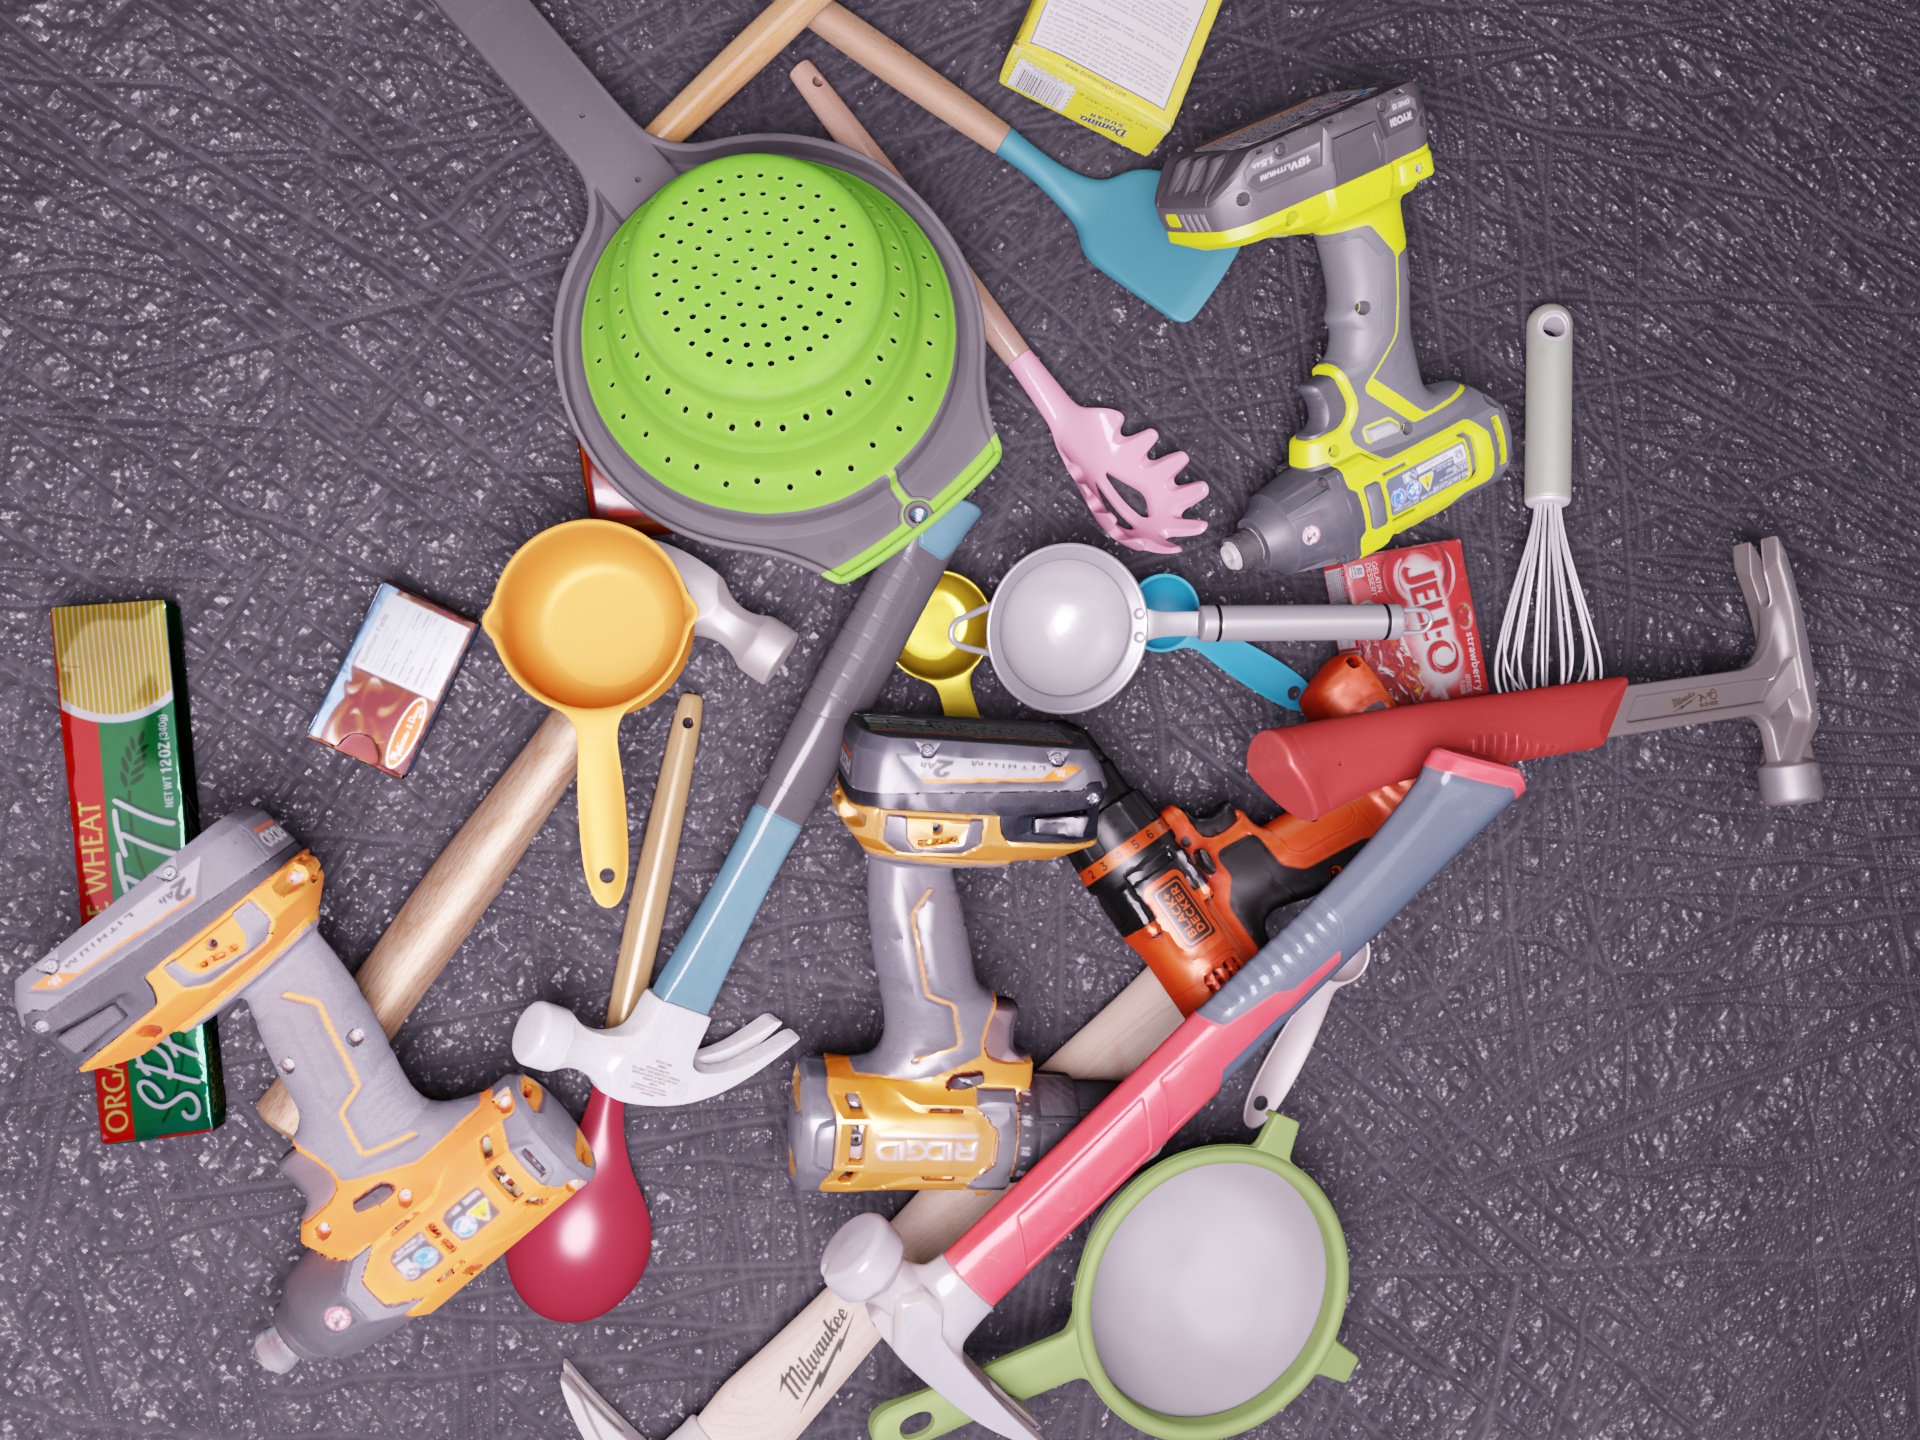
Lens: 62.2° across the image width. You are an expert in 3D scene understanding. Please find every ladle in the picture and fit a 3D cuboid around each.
[{"bbox_3d":[-0.163,0.141,0.784,0.069,0.031,0.315,12,84,-14],"label":"ladle"}]

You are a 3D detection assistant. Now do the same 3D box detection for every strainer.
[{"bbox_3d":[0.070,0.300,0.807,0.256,0.069,0.151,-18,99,-13],"label":"strainer"},{"bbox_3d":[0.119,-0.049,0.816,0.258,0.050,0.087,-1,101,-7],"label":"strainer"}]

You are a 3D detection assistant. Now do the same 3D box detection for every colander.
[{"bbox_3d":[-0.141,-0.247,0.726,0.204,0.094,0.397,-40,85,-7],"label":"colander"}]

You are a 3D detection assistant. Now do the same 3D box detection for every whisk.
[{"bbox_3d":[0.329,-0.114,0.890,0.058,0.059,0.246,2,83,5],"label":"whisk"}]

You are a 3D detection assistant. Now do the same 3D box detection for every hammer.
[{"bbox_3d":[-0.225,0.055,0.763,0.130,0.031,0.331,35,84,-1],"label":"hammer"},{"bbox_3d":[0.123,0.163,0.736,0.386,0.038,0.143,-43,109,-4],"label":"hammer"},{"bbox_3d":[-0.010,0.240,0.811,0.410,0.038,0.146,-43,96,-10],"label":"hammer"},{"bbox_3d":[0.305,-0.010,0.819,0.359,0.037,0.149,-7,86,-24],"label":"hammer"},{"bbox_3d":[-0.082,0.033,0.766,0.128,0.033,0.331,31,85,-37],"label":"hammer"}]

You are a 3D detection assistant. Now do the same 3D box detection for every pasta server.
[{"bbox_3d":[0.017,-0.213,0.826,0.060,0.040,0.316,-41,96,-23],"label":"pasta server"}]

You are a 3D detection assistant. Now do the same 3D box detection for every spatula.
[{"bbox_3d":[0.004,-0.320,0.822,0.317,0.044,0.082,31,87,-9],"label":"spatula"}]

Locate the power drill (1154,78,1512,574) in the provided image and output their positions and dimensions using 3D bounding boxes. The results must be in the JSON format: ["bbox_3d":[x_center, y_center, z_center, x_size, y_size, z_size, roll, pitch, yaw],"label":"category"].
[{"bbox_3d":[0.187,-0.193,0.816,0.171,0.080,0.223,-27,115,-15],"label":"power drill"}]

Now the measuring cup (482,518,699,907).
[{"bbox_3d":[-0.163,-0.003,0.730,0.095,0.052,0.173,-4,88,-4],"label":"measuring cup"}]

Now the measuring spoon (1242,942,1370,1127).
[{"bbox_3d":[0.184,0.165,0.869,0.034,0.018,0.124,28,90,-11],"label":"measuring spoon"}]

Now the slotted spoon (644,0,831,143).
[{"bbox_3d":[-0.061,-0.372,0.793,0.314,0.031,0.070,-43,89,0],"label":"slotted spoon"}]

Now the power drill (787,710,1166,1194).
[{"bbox_3d":[0.018,0.116,0.754,0.185,0.084,0.226,4,99,-11],"label":"power drill"}]

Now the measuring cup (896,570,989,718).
[{"bbox_3d":[-0.001,-0.003,0.827,0.062,0.029,0.156,-17,102,-8],"label":"measuring cup"}]

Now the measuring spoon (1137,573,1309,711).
[{"bbox_3d":[0.140,-0.039,0.863,0.128,0.021,0.042,29,93,-20],"label":"measuring spoon"}]

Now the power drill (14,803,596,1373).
[{"bbox_3d":[-0.294,0.168,0.696,0.164,0.084,0.226,-40,101,-6],"label":"power drill"}]
